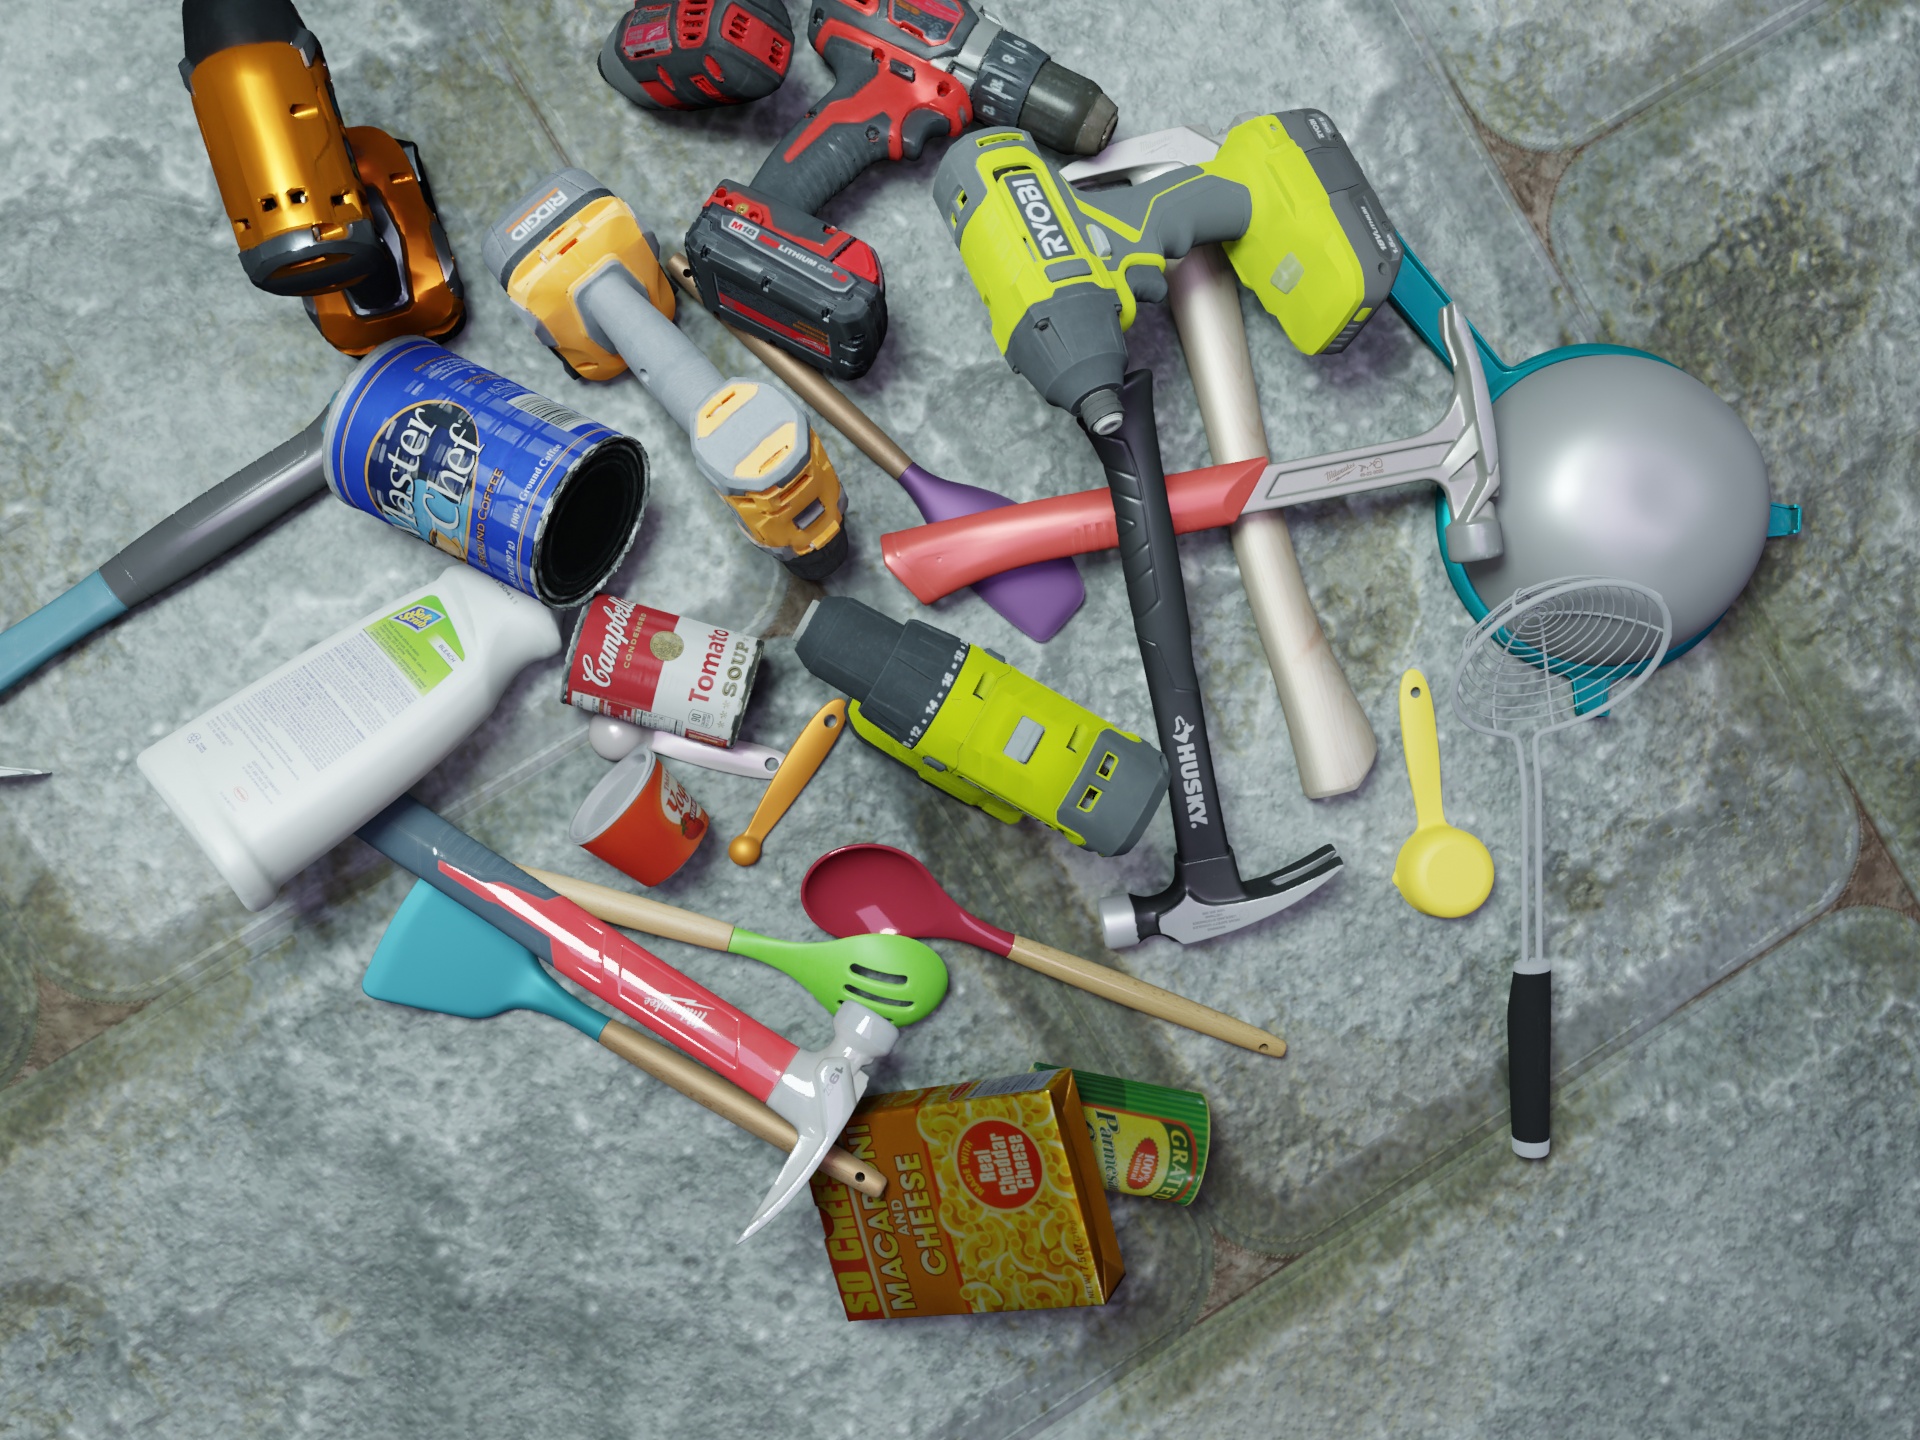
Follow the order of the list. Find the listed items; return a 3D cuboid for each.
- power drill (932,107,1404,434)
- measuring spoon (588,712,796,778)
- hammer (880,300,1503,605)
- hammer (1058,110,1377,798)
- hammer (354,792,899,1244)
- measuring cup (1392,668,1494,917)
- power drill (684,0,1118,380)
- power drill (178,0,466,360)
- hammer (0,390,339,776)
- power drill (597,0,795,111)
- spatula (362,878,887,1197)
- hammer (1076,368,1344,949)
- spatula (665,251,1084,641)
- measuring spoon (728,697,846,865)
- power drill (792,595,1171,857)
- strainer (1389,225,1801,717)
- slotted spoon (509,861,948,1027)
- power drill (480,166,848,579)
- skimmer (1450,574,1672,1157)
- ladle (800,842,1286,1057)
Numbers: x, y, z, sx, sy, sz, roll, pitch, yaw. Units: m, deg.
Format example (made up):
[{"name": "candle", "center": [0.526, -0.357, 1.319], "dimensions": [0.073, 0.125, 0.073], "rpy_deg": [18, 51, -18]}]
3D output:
[{"name": "power drill", "center": [0.115, -0.243, 0.851], "dimensions": [0.223, 0.080, 0.171], "rpy_deg": [-17, 73, -23]}, {"name": "measuring spoon", "center": [-0.158, 0.016, 0.937], "dimensions": [0.124, 0.018, 0.034], "rpy_deg": [12, 89, -7]}, {"name": "hammer", "center": [0.130, -0.136, 0.926], "dimensions": [0.359, 0.037, 0.149], "rpy_deg": [-11, 94, 1]}, {"name": "hammer", "center": [0.163, -0.151, 0.962], "dimensions": [0.146, 0.038, 0.410], "rpy_deg": [-16, 92, -4]}, {"name": "hammer", "center": [-0.233, 0.130, 0.886], "dimensions": [0.386, 0.038, 0.143], "rpy_deg": [32, 74, 4]}, {"name": "measuring cup", "center": [0.293, 0.046, 0.978], "dimensions": [0.062, 0.029, 0.156], "rpy_deg": [-10, 94, -6]}, {"name": "power drill", "center": [-0.033, -0.311, 0.904], "dimensions": [0.188, 0.080, 0.227], "rpy_deg": [27, 78, 3]}, {"name": "power drill", "center": [-0.327, -0.282, 0.813], "dimensions": [0.084, 0.226, 0.164], "rpy_deg": [-17, 92, -6]}, {"name": "hammer", "center": [-0.466, -0.084, 0.897], "dimensions": [0.331, 0.033, 0.128], "rpy_deg": [-35, 93, -5]}, {"name": "power drill", "center": [-0.135, -0.448, 0.887], "dimensions": [0.078, 0.143, 0.220], "rpy_deg": [16, 88, -46]}, {"name": "spatula", "center": [-0.184, 0.191, 0.905], "dimensions": [0.317, 0.044, 0.082], "rpy_deg": [27, 82, 8]}, {"name": "hammer", "center": [0.125, -0.032, 0.911], "dimensions": [0.146, 0.035, 0.334], "rpy_deg": [-11, 106, 4]}, {"name": "spatula", "center": [-0.050, -0.168, 0.948], "dimensions": [0.316, 0.018, 0.060], "rpy_deg": [41, 89, -6]}, {"name": "measuring spoon", "center": [-0.100, 0.037, 0.942], "dimensions": [0.021, 0.011, 0.117], "rpy_deg": [33, 90, -24]}, {"name": "power drill", "center": [-0.001, -0.003, 0.848], "dimensions": [0.190, 0.228, 0.080], "rpy_deg": [29, 87, -5]}, {"name": "strainer", "center": [0.362, -0.178, 0.953], "dimensions": [0.211, 0.095, 0.340], "rpy_deg": [-43, 96, -4]}, {"name": "slotted spoon", "center": [-0.160, 0.123, 0.931], "dimensions": [0.313, 0.031, 0.070], "rpy_deg": [16, 116, -3]}, {"name": "power drill", "center": [-0.147, -0.177, 0.881], "dimensions": [0.084, 0.185, 0.226], "rpy_deg": [-42, 75, -4]}, {"name": "skimmer", "center": [0.349, 0.094, 0.933], "dimensions": [0.127, 0.090, 0.363], "rpy_deg": [-4, 99, -9]}, {"name": "ladle", "center": [0.054, 0.144, 0.956], "dimensions": [0.315, 0.031, 0.069], "rpy_deg": [22, 113, -8]}]
